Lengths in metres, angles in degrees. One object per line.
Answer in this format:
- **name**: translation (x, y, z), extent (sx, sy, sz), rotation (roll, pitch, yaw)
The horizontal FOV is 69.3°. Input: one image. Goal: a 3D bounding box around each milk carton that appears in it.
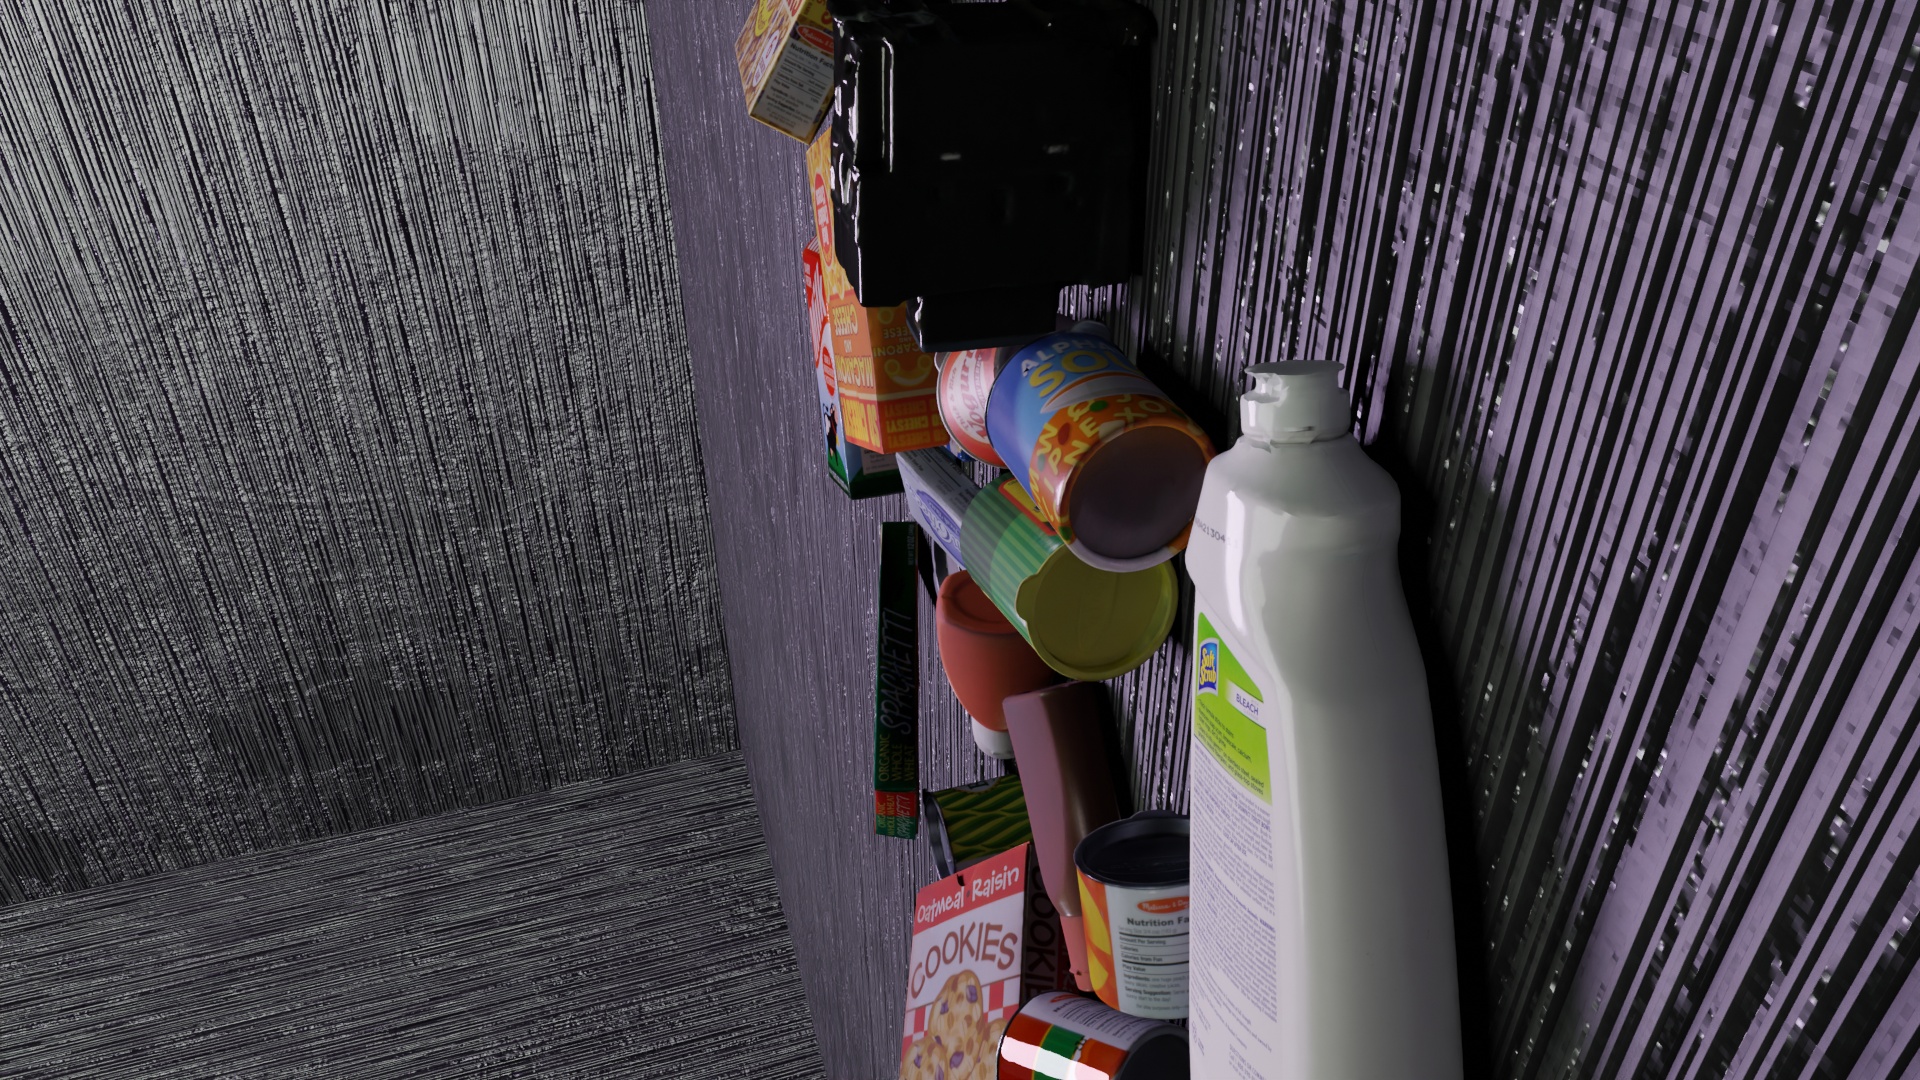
- **milk carton**: translation (-0.053, -0.129, 0.875), extent (0.072, 0.073, 0.189), rotation (-137, 39, -67)

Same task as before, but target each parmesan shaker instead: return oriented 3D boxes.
- **parmesan shaker**: translation (0.041, 0.011, 0.608), extent (0.103, 0.071, 0.071), rotation (-134, 36, -66)

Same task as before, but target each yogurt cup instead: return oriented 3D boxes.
- **yogurt cup**: translation (0.030, -0.069, 0.617), extent (0.054, 0.072, 0.072), rotation (163, 97, -68)

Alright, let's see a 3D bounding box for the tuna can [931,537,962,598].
- **tuna can**: translation (0.007, 0.020, 0.831), extent (0.071, 0.033, 0.071), rotation (171, 89, -76)

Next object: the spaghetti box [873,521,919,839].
- **spaghetti box**: translation (-0.043, 0.087, 0.950), extent (0.251, 0.029, 0.049), rotation (-92, 3, -47)

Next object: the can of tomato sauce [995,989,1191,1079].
- **can of tomato sauce**: translation (0.067, 0.252, 0.643), extent (0.083, 0.071, 0.071), rotation (-9, 92, 56)

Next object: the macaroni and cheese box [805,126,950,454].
- **macaroni and cheese box**: translation (-0.045, -0.134, 0.745), extent (0.124, 0.040, 0.166), rotation (-152, 54, -74)

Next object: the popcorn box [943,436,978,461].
- **popcorn box**: translation (0.000, -0.114, 0.749), extent (0.085, 0.038, 0.126), rotation (-132, 34, -66)

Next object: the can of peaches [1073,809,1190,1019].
- **can of peaches**: translation (0.082, 0.150, 0.561), extent (0.071, 0.071, 0.058), rotation (-150, 51, -72)

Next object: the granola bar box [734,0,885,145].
- **granola bar box**: translation (-0.080, -0.305, 0.778), extent (0.123, 0.039, 0.166), rotation (-58, 26, 22)

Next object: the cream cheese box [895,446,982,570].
- **cream cheese box**: translation (0.003, -0.010, 0.768), extent (0.104, 0.024, 0.053), rotation (46, 161, 38)

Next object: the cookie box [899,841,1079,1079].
- **cookie box**: translation (0.014, 0.261, 0.752), extent (0.122, 0.040, 0.168), rotation (-38, 38, 48)

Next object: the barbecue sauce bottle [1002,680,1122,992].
- **barbecue sauce bottle**: translation (0.059, 0.146, 0.695), extent (0.064, 0.044, 0.148), rotation (148, 111, -72)

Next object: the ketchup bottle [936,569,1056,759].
- **ketchup bottle**: translation (0.022, 0.071, 0.756), extent (0.148, 0.065, 0.044), rotation (86, -171, -55)

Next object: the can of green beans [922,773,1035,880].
- **can of green beans**: translation (0.014, 0.184, 0.868), extent (0.071, 0.058, 0.071), rotation (171, 89, -76)

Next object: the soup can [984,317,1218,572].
- **soup can**: translation (0.054, -0.038, 0.536), extent (0.084, 0.071, 0.071), rotation (-123, 26, -55)
